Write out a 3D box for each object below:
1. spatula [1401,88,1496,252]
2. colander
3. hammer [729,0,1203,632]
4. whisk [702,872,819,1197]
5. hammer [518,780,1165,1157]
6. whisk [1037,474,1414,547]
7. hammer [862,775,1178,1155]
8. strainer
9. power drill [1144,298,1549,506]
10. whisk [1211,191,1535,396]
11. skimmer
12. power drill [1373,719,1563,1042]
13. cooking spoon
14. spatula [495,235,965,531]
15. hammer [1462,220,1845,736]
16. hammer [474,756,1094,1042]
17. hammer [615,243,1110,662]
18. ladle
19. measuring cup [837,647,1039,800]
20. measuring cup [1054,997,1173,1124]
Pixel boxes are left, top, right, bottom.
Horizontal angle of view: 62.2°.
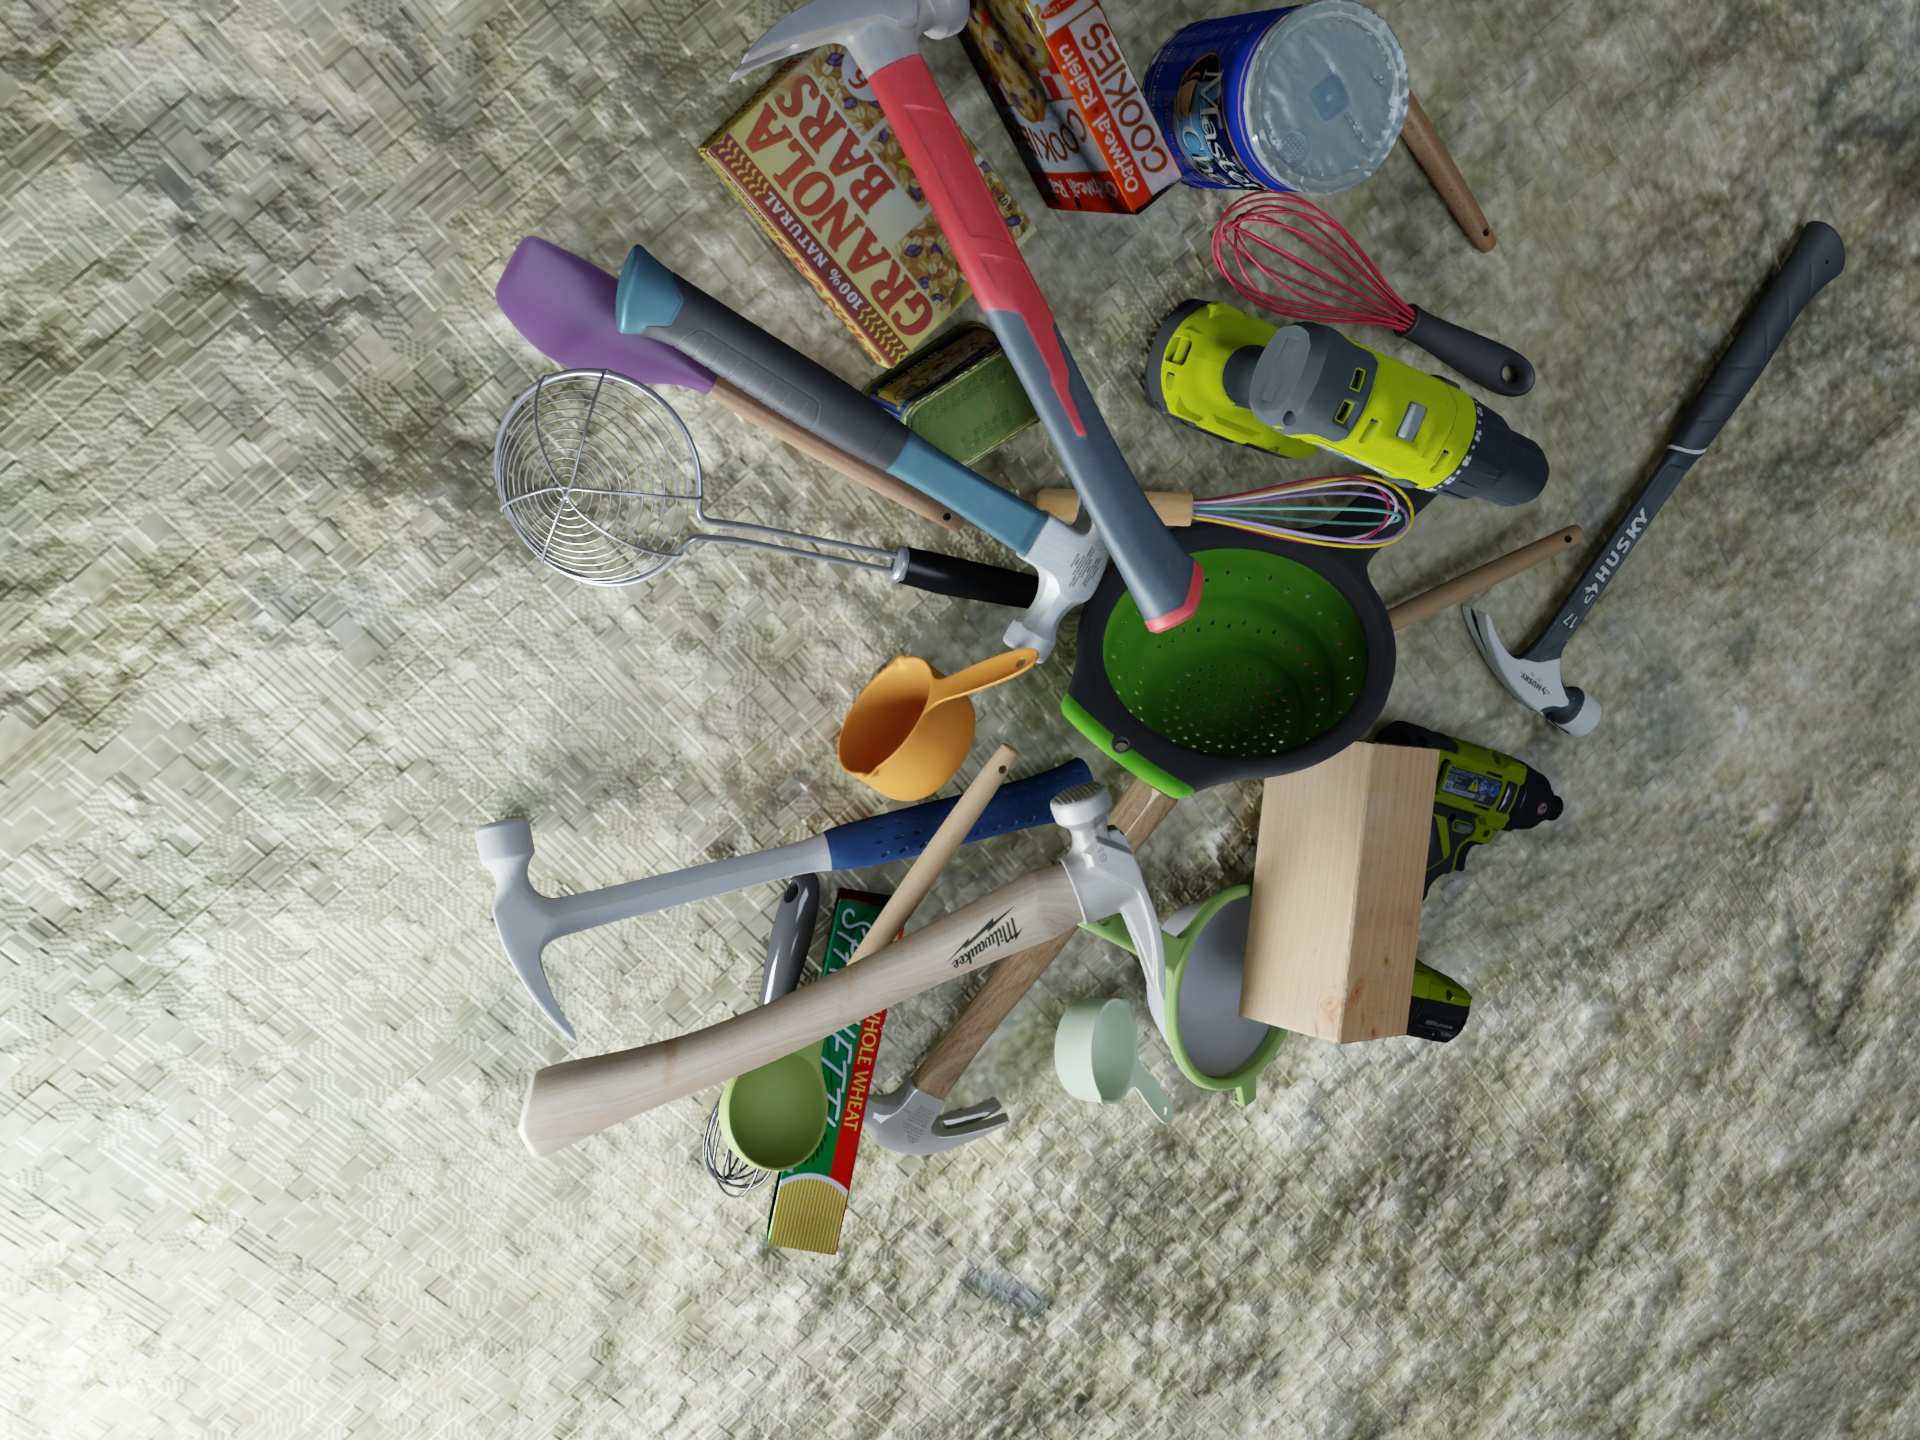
[{"bbox_3d":[0.268,-0.420,1.011,0.082,0.044,0.317,-47,118,-4],"label":"spatula"},{"bbox_3d":[0.238,-0.078,1.091,0.397,0.205,0.094,-41,152,-20],"label":"colander"},{"bbox_3d":[0.021,-0.218,0.880,0.143,0.038,0.386,-31,98,-25],"label":"hammer"},{"bbox_3d":[-0.131,0.215,1.086,0.055,0.055,0.239,10,101,-23],"label":"whisk"},{"bbox_3d":[-0.072,0.182,0.990,0.410,0.038,0.146,-23,102,-6],"label":"hammer"},{"bbox_3d":[0.173,-0.140,1.041,0.245,0.051,0.047,2,98,2],"label":"whisk"},{"bbox_3d":[0.045,0.176,1.129,0.130,0.031,0.331,31,101,-28],"label":"hammer"},{"bbox_3d":[0.145,0.169,1.136,0.256,0.069,0.151,31,75,-39],"label":"strainer"},{"bbox_3d":[0.229,-0.191,0.972,0.190,0.229,0.080,16,102,-24],"label":"power drill"},{"bbox_3d":[0.285,-0.275,1.063,0.295,0.073,0.073,16,102,-30],"label":"whisk"},{"bbox_3d":[-0.101,-0.122,0.987,0.363,0.090,0.127,8,117,-33],"label":"skimmer"},{"bbox_3d":[0.363,0.125,1.220,0.171,0.080,0.223,16,99,-24],"label":"power drill"},{"bbox_3d":[0.306,-0.069,1.142,0.319,0.017,0.069,-25,88,-4],"label":"cooking spoon"},{"bbox_3d":[-0.129,-0.189,0.961,0.315,0.018,0.059,26,102,-25],"label":"spatula"},{"bbox_3d":[0.529,-0.191,1.193,0.149,0.036,0.409,30,95,-25],"label":"hammer"},{"bbox_3d":[-0.097,0.094,1.043,0.405,0.035,0.144,-12,86,-20],"label":"hammer"},{"bbox_3d":[-0.048,-0.158,0.896,0.330,0.033,0.128,28,98,-26],"label":"hammer"},{"bbox_3d":[-0.053,0.153,1.024,0.078,0.062,0.320,30,99,-31],"label":"ladle"},{"bbox_3d":[-0.002,-0.003,0.999,0.052,0.173,0.095,37,49,-32],"label":"measuring cup"},{"bbox_3d":[0.117,0.267,1.198,0.167,0.038,0.083,53,45,-45],"label":"measuring cup"}]
